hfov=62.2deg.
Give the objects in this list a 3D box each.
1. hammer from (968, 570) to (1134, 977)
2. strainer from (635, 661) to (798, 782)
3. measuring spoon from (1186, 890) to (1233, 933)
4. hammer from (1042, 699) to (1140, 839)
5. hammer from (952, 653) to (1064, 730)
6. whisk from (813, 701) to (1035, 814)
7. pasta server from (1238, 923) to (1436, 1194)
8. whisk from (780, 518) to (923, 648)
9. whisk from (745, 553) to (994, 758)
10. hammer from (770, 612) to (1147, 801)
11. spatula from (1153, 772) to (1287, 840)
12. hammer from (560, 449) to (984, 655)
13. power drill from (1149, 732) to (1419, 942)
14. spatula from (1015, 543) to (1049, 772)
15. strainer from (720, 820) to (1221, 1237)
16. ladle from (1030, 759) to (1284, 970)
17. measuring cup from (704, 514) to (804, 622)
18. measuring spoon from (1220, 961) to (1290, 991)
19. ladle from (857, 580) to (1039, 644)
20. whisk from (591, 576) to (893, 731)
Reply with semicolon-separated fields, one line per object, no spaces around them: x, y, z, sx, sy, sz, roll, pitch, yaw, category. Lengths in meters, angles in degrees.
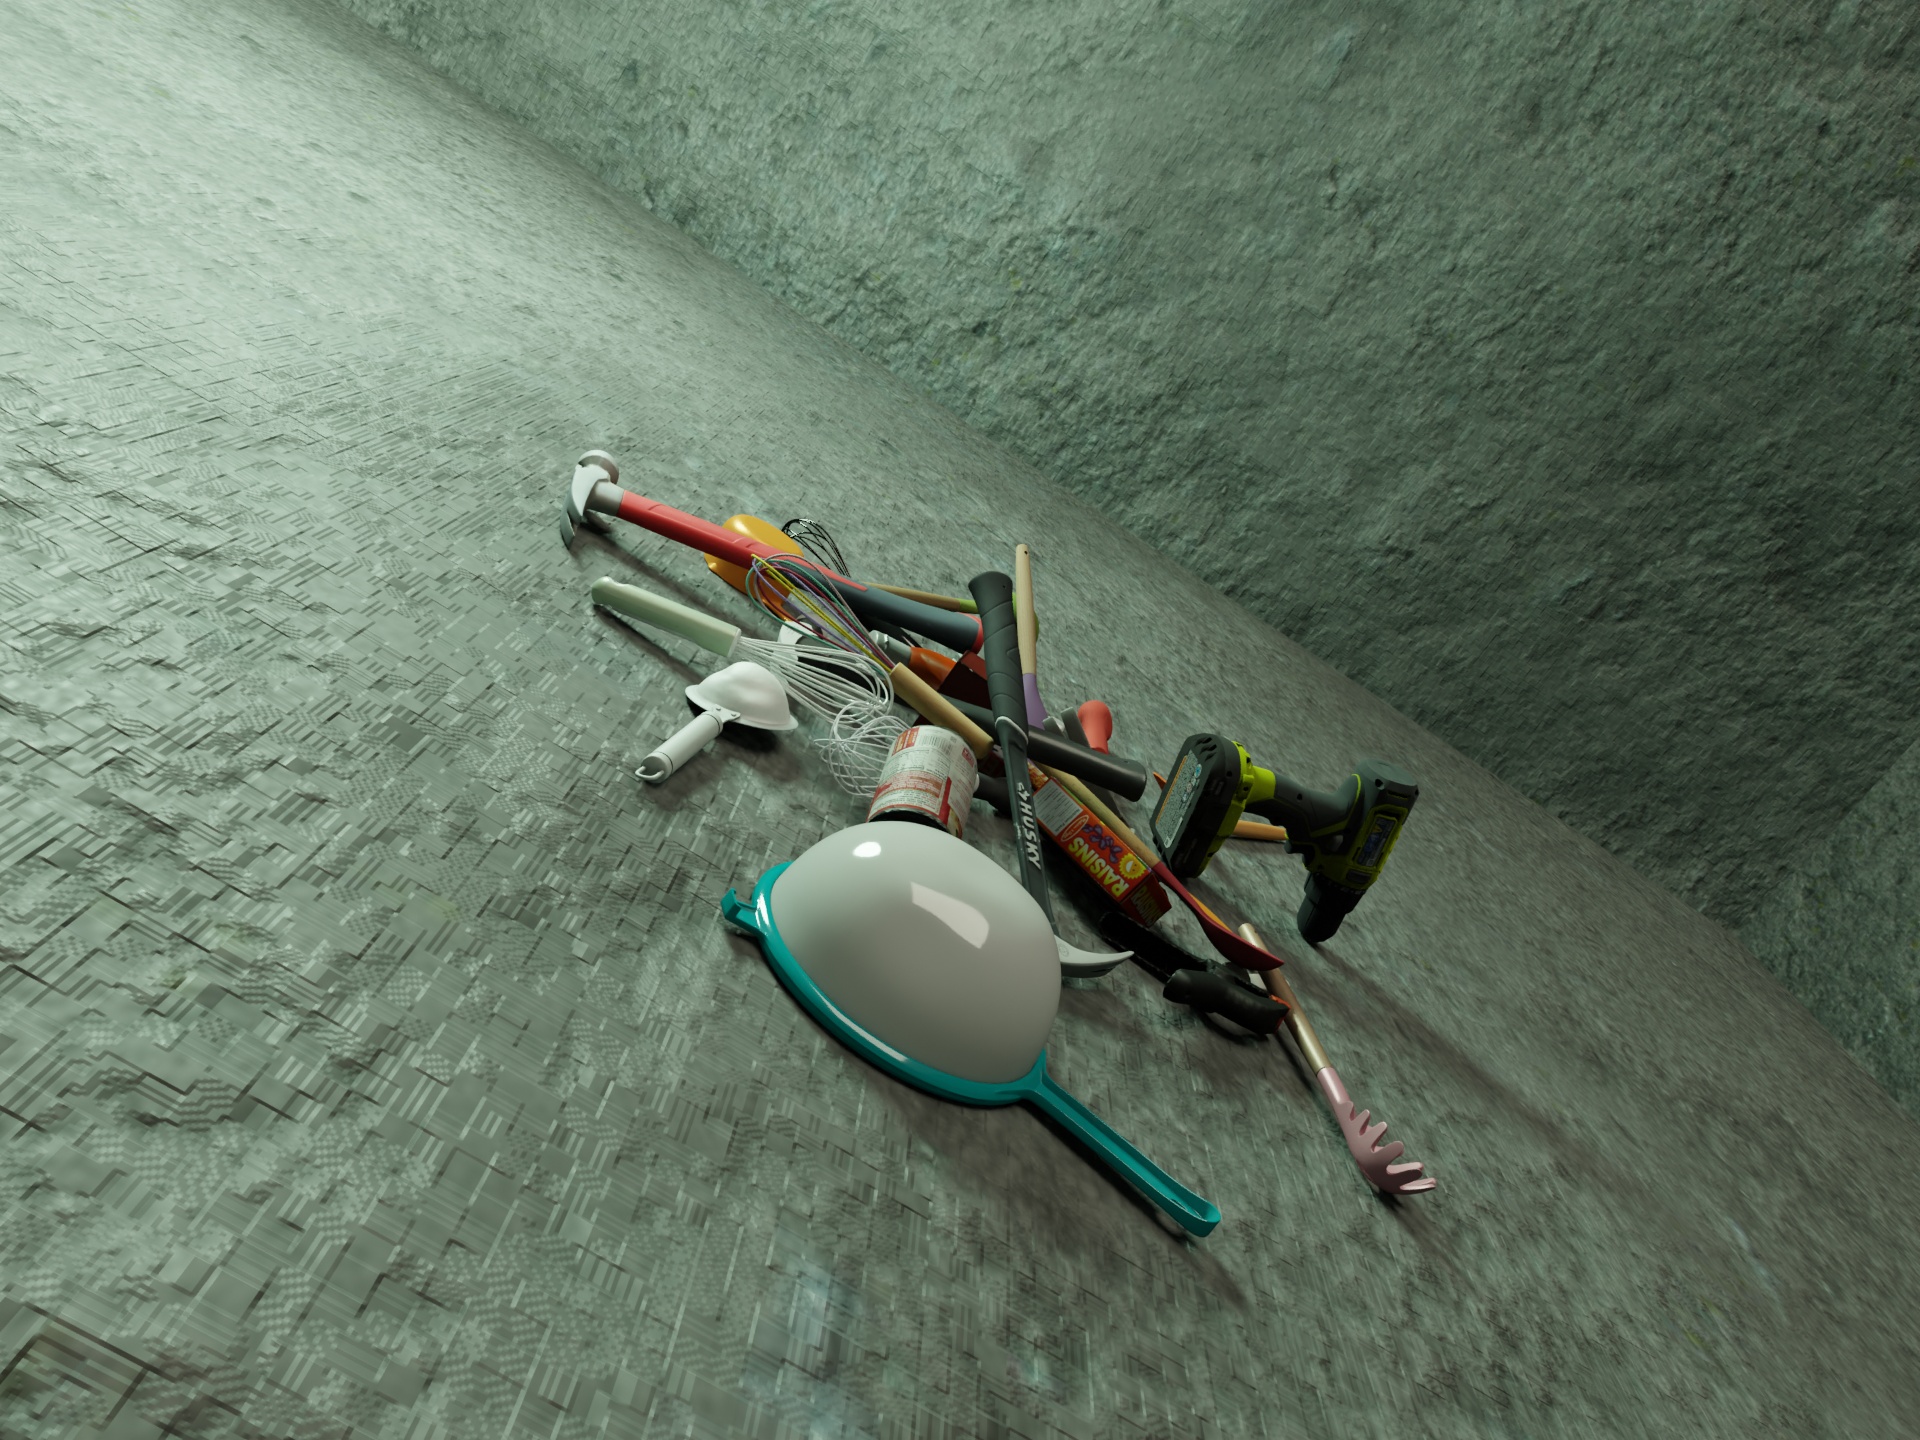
0.047;0.026;1.246;0.149;0.036;0.409;27;37;-30;hammer
-0.171;0.000;1.109;0.087;0.050;0.258;20;19;5;strainer
0.227;0.185;1.427;0.021;0.011;0.117;15;22;-47;measuring spoon
0.128;0.023;1.562;0.149;0.036;0.359;63;9;-10;hammer
0.052;-0.064;1.739;0.128;0.033;0.331;34;16;-8;hammer
-0.016;0.041;1.272;0.070;0.070;0.284;46;15;33;whisk
0.284;0.256;1.254;0.060;0.040;0.317;47;12;-30;pasta server
-0.098;-0.115;1.564;0.239;0.055;0.055;45;19;17;whisk
-0.072;-0.051;1.261;0.245;0.047;0.051;39;57;-3;whisk
-0.002;-0.004;1.335;0.335;0.035;0.146;22;18;1;hammer
0.296;0.108;1.719;0.081;0.041;0.322;44;17;30;spatula
-0.154;-0.127;1.382;0.386;0.038;0.143;20;26;-16;hammer
0.304;0.113;1.521;0.228;0.190;0.080;14;22;-17;power drill
0.069;-0.061;1.583;0.059;0.018;0.316;25;43;-29;spatula
0.034;0.164;0.949;0.340;0.095;0.211;38;16;14;strainer
0.146;0.106;1.349;0.315;0.031;0.069;44;2;17;ladle
-0.162;-0.128;1.459;0.174;0.052;0.095;43;18;32;measuring cup
0.257;0.220;1.365;0.124;0.018;0.034;14;26;-53;measuring spoon
-0.030;-0.108;1.577;0.320;0.062;0.078;5;46;-49;ladle
-0.167;-0.055;1.223;0.246;0.059;0.058;22;2;-5;whisk
